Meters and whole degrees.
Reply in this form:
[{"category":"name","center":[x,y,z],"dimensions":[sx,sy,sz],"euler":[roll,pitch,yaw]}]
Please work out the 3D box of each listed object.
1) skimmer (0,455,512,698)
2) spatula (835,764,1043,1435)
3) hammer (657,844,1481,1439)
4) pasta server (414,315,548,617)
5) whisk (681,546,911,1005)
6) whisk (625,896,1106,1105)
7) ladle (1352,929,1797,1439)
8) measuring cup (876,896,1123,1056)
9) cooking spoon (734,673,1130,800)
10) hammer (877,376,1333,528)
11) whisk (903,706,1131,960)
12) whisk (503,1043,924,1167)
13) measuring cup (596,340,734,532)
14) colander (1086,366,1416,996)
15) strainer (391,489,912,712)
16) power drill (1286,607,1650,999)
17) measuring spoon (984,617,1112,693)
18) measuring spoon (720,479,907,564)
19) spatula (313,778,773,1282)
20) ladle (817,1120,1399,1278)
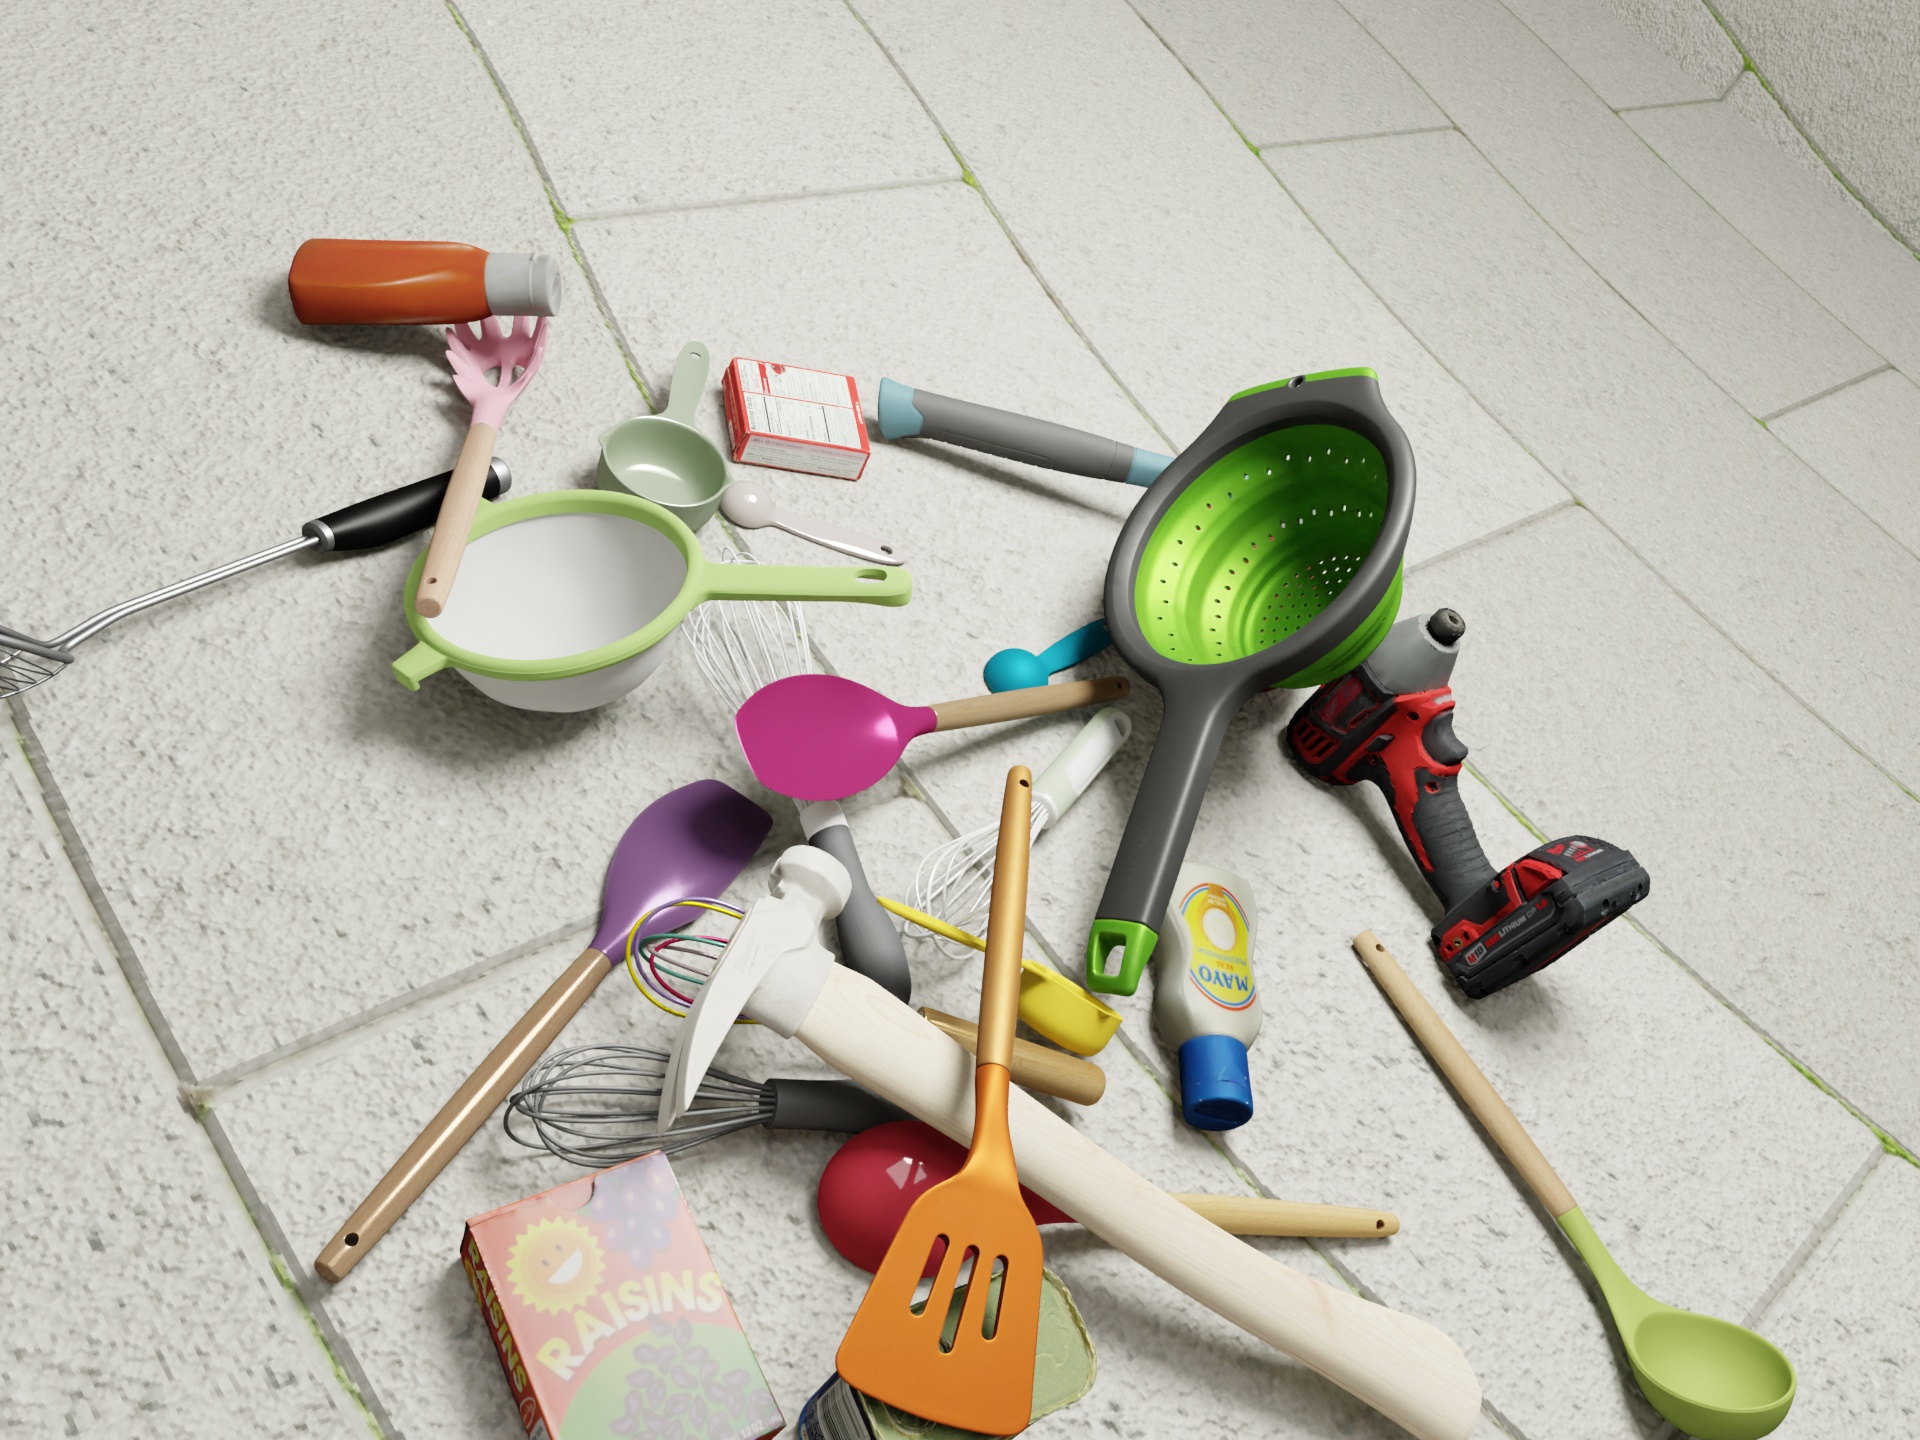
[{"category":"skimmer","center":[-0.372,-0.097,0.773],"dimensions":[0.127,0.090,0.363],"euler":[16,33,33]},{"category":"spatula","center":[0.011,0.139,0.695],"dimensions":[0.081,0.041,0.323],"euler":[23,40,-13]},{"category":"hammer","center":[0.062,0.220,0.713],"dimensions":[0.410,0.038,0.146],"euler":[34,46,-7]},{"category":"pasta server","center":[-0.266,-0.151,0.869],"dimensions":[0.060,0.040,0.317],"euler":[-3,36,-5]},{"category":"whisk","center":[-0.083,0.027,0.846],"dimensions":[0.070,0.070,0.285],"euler":[-7,61,-32]},{"category":"whisk","center":[-0.043,0.143,0.757],"dimensions":[0.245,0.051,0.047],"euler":[21,42,-15]},{"category":"ladle","center":[0.321,0.239,0.867],"dimensions":[0.078,0.062,0.320],"euler":[-12,56,-35]},{"category":"measuring cup","center":[0.015,0.127,0.783],"dimensions":[0.156,0.029,0.062],"euler":[30,-1,-30]},{"category":"cooking spoon","center":[-0.001,-0.003,0.892],"dimensions":[0.318,0.017,0.069],"euler":[-10,72,-48]},{"category":"hammer","center":[0.102,-0.178,1.094],"dimensions":[0.331,0.128,0.033],"euler":[12,47,-7]},{"category":"whisk","center":[0.041,0.054,0.890],"dimensions":[0.246,0.059,0.057],"euler":[-44,110,-49]},{"category":"whisk","center":[-0.086,0.176,0.719],"dimensions":[0.238,0.055,0.055],"euler":[9,48,-27]},{"category":"measuring cup","center":[-0.178,-0.175,0.983],"dimensions":[0.083,0.038,0.168],"euler":[17,44,-14]},{"category":"colander","center":[0.165,-0.015,0.913],"dimensions":[0.094,0.204,0.397],"euler":[38,63,-37]},{"category":"strainer","center":[-0.153,-0.052,0.829],"dimensions":[0.256,0.069,0.152],"euler":[0,42,-2]},{"category":"power drill","center":[0.303,0.044,0.969],"dimensions":[0.078,0.143,0.220],"euler":[-12,61,-38]},{"category":"measuring spoon","center":[0.066,-0.046,1.006],"dimensions":[0.128,0.021,0.042],"euler":[-29,69,-40]},{"category":"measuring spoon","center":[-0.089,-0.124,0.996],"dimensions":[0.124,0.018,0.034],"euler":[17,46,-15]},{"category":"spatula","center":[-0.182,0.125,0.728],"dimensions":[0.060,0.018,0.316],"euler":[32,43,3]},{"category":"ladle","center":[0.084,0.235,0.762],"dimensions":[0.315,0.031,0.069],"euler":[11,77,-24]}]
